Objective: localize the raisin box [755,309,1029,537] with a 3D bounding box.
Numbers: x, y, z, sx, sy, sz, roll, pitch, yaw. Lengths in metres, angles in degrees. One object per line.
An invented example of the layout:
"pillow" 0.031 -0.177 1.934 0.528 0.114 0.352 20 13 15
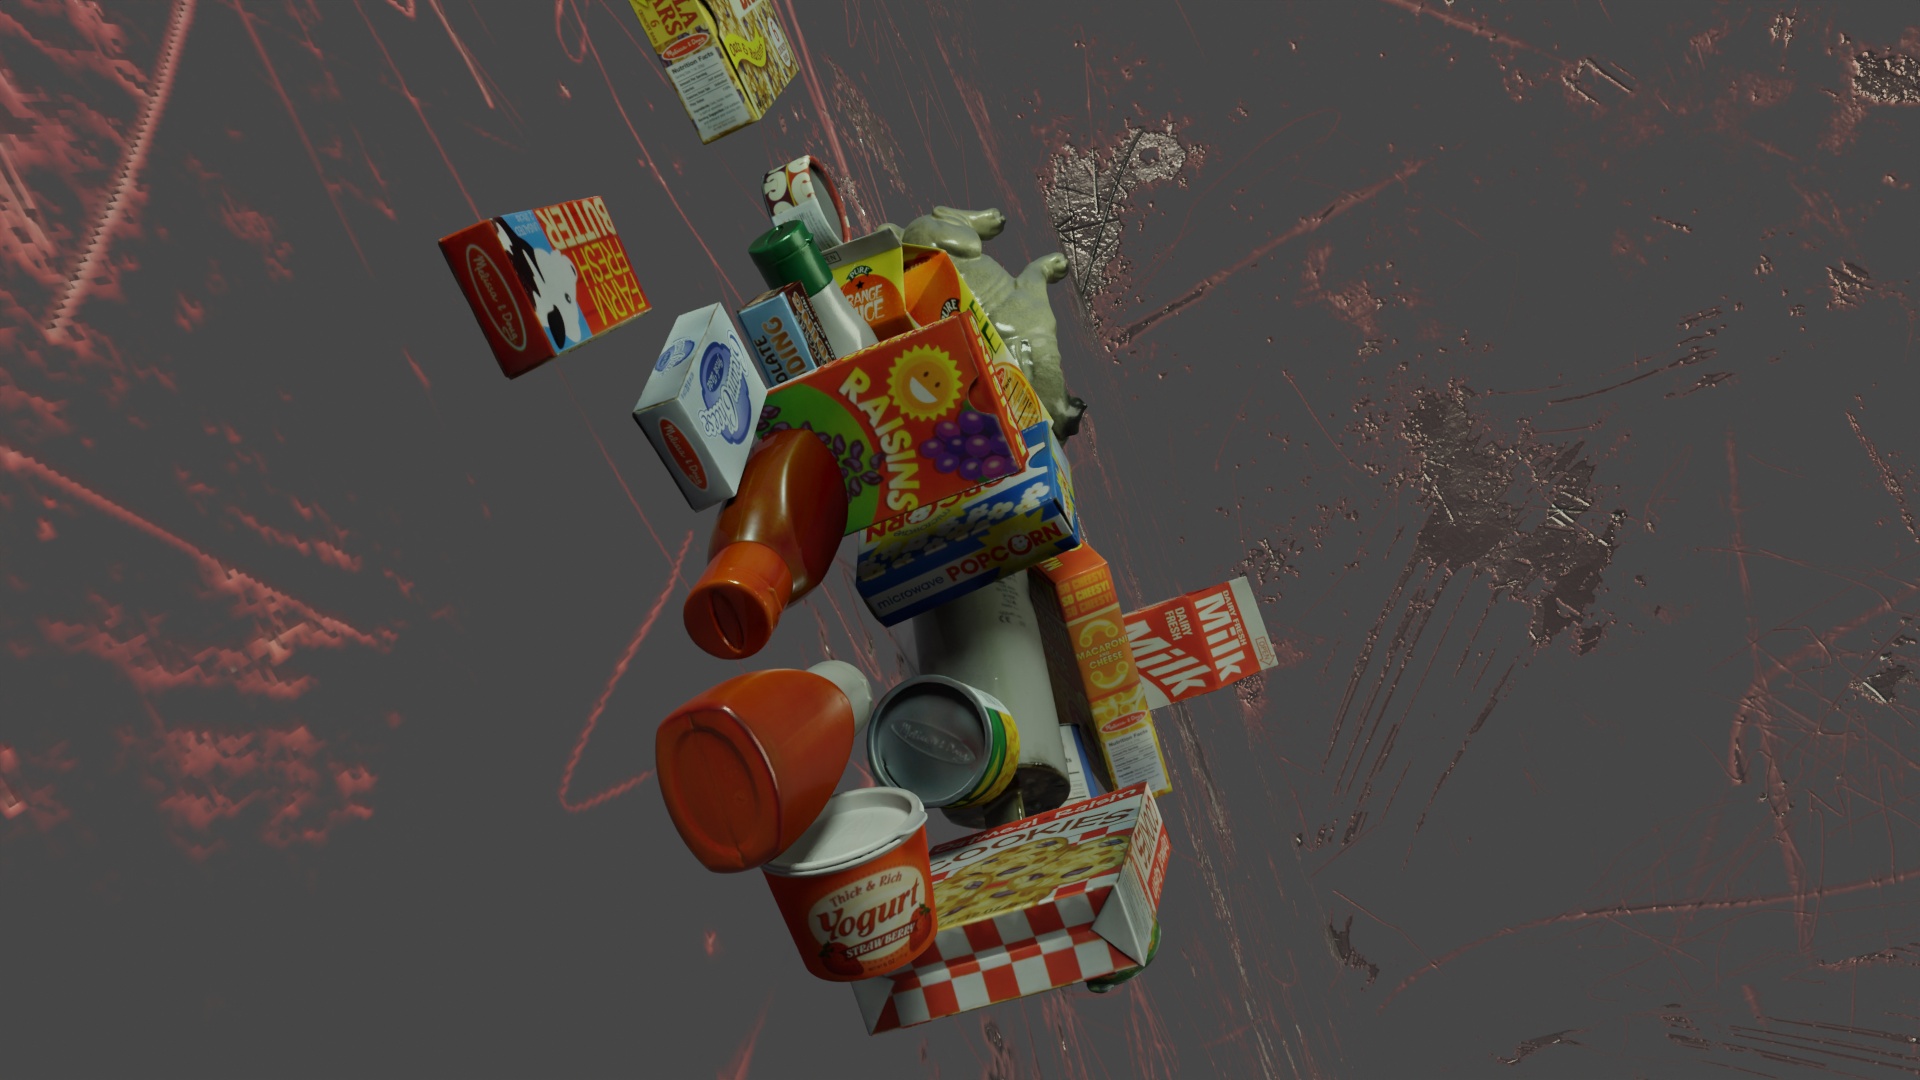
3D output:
"raisin box" -0.037 -0.057 0.713 0.040 0.123 0.086 -56 126 -75

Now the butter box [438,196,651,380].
"butter box" -0.153 -0.099 0.525 0.104 0.024 0.053 -69 138 -70

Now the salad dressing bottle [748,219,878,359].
"salad dressing bottle" -0.075 -0.119 0.830 0.064 0.044 0.147 -79 146 -56

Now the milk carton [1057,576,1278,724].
"milk carton" 0.132 0.089 1.031 0.073 0.190 0.072 -3 73 -76

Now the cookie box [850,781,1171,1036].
"cookie box" 0.030 0.168 0.651 0.168 0.123 0.040 -19 90 -77

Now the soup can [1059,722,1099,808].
"soup can" 0.055 0.166 0.883 0.071 0.071 0.084 36 36 -68

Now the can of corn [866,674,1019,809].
"can of corn" -0.008 0.108 0.717 0.058 0.071 0.071 35 37 -69

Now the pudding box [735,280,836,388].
"pudding box" -0.089 -0.098 0.769 0.050 0.030 0.083 -68 136 -70

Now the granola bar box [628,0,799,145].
"granola bar box" -0.150 -0.319 0.832 0.166 0.039 0.123 -86 152 -62

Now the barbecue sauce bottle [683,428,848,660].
"barbecue sauce bottle" -0.084 0.002 0.612 0.149 0.043 0.064 -77 152 -66

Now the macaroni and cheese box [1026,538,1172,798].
"macaroni and cheese box" 0.080 0.076 0.912 0.124 0.040 0.166 -130 -159 -68

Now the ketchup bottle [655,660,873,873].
"ketchup bottle" -0.070 0.079 0.554 0.149 0.043 0.064 -27 98 -77

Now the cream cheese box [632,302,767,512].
"cream cheese box" -0.115 -0.062 0.626 0.104 0.024 0.053 -88 156 -58

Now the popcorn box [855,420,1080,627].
"popcorn box" 0.003 -0.010 0.798 0.038 0.126 0.085 58 17 -30

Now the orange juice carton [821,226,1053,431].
"orange juice carton" -0.022 -0.118 0.907 0.192 0.071 0.073 54 41 -30

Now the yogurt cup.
"yogurt cup" -0.041 0.135 0.546 0.072 0.072 0.054 -59 136 -74

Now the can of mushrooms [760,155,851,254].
"can of mushrooms" -0.099 -0.213 0.896 0.071 0.033 0.071 -22 91 -76

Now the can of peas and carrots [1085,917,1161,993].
"can of peas and carrots" 0.088 0.246 0.900 0.071 0.071 0.058 -92 157 -54
